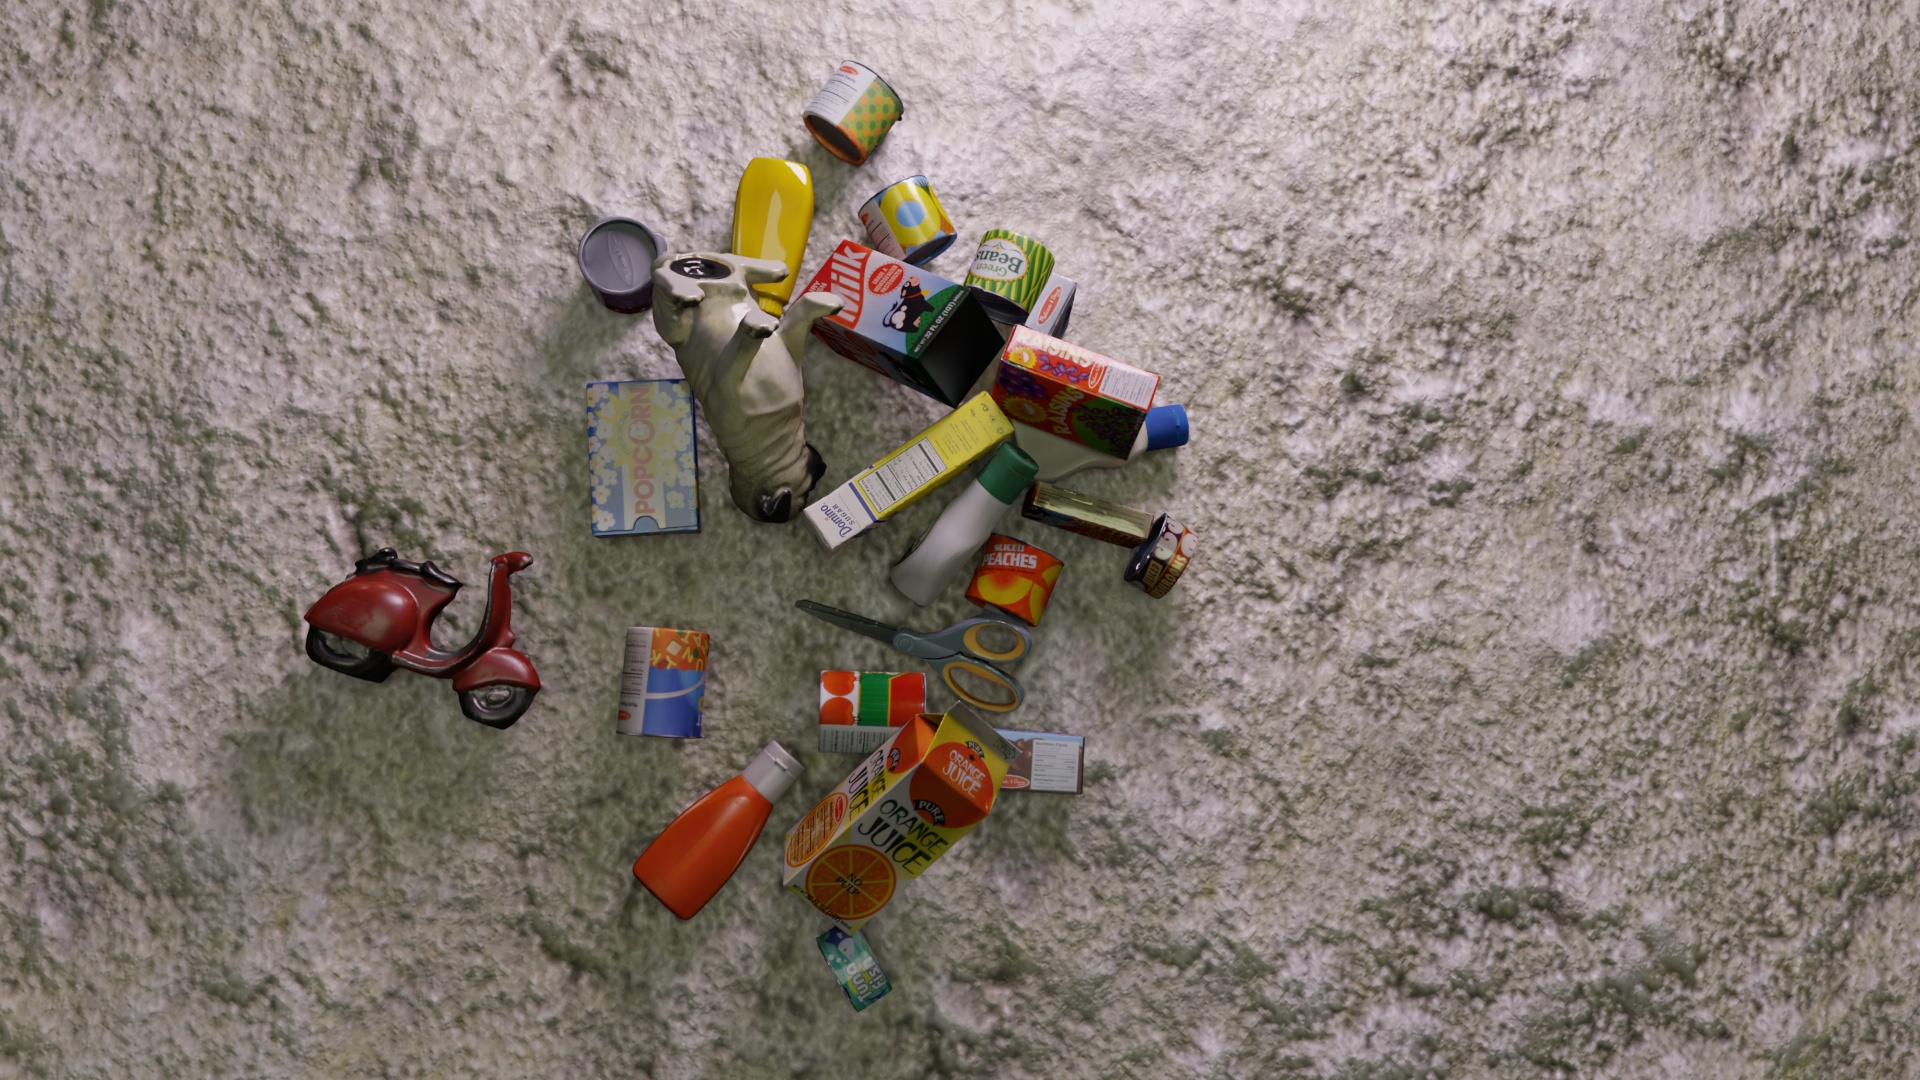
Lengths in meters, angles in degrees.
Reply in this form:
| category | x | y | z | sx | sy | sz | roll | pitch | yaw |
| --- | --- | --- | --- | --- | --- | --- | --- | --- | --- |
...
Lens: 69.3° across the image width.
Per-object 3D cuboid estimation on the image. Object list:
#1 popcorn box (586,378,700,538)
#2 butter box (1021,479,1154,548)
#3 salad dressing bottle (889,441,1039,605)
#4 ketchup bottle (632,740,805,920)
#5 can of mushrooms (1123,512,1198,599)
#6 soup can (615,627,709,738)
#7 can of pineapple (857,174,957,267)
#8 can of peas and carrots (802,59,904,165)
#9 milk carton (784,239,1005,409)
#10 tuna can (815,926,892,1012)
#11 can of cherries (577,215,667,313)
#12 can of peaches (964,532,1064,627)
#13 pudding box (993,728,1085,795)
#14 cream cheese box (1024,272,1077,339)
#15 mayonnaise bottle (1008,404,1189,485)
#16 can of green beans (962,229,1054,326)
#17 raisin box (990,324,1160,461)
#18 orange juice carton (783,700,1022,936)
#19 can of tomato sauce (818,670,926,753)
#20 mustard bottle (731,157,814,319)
| category | x | y | z | sx | sy | sz | roll | pitch | yaw |
| --- | --- | --- | --- | --- | --- | --- | --- | --- | --- |
| popcorn box | -0.257 | -0.067 | 1.131 | 0.085 | 0.038 | 0.127 | -3 | 83 | -8 |
| butter box | 0.105 | -0.021 | 1.159 | 0.103 | 0.053 | 0.024 | 16 | 79 | -5 |
| salad dressing bottle | 0.004 | -0.014 | 1.122 | 0.044 | 0.064 | 0.147 | 42 | 105 | 6 |
| ketchup bottle | -0.187 | 0.225 | 1.100 | 0.065 | 0.043 | 0.149 | 43 | 80 | -1 |
| can of mushrooms | 0.166 | 0.015 | 1.152 | 0.033 | 0.071 | 0.071 | 31 | 81 | -3 |
| soup can | -0.232 | 0.113 | 1.099 | 0.071 | 0.071 | 0.084 | 5 | 82 | -6 |
| can of pineapple | -0.042 | -0.265 | 1.166 | 0.071 | 0.071 | 0.058 | -29 | 88 | -9 |
| can of peas and carrots | -0.090 | -0.359 | 1.174 | 0.071 | 0.071 | 0.059 | 36 | 81 | -1 |
| milk carton | -0.064 | -0.182 | 1.125 | 0.191 | 0.073 | 0.072 | 30 | 78 | 37 |
| tuna can | -0.083 | 0.332 | 1.084 | 0.033 | 0.071 | 0.071 | -30 | 87 | -10 |
| can of cherries | -0.273 | -0.225 | 1.139 | 0.071 | 0.058 | 0.071 | 1 | 82 | -6 |
| can of peaches | 0.043 | 0.032 | 1.136 | 0.071 | 0.071 | 0.058 | 24 | 82 | -3 |
| pudding box | 0.058 | 0.181 | 1.139 | 0.084 | 0.030 | 0.049 | 4 | 84 | -6 |
| cream cheese box | 0.072 | -0.177 | 1.149 | 0.024 | 0.103 | 0.053 | 28 | 80 | 5 |
| mayonnaise bottle | 0.117 | -0.087 | 1.175 | 0.148 | 0.041 | 0.065 | -9 | 79 | -8 |
| can of green beans | 0.040 | -0.221 | 1.169 | 0.071 | 0.071 | 0.058 | 22 | 81 | -3 |
| raisin box | 0.089 | -0.117 | 1.114 | 0.123 | 0.085 | 0.040 | 21 | 67 | 3 |
| orange juice carton | -0.045 | 0.205 | 1.064 | 0.192 | 0.073 | 0.071 | -43 | 110 | 11 |
| can of tomato sauce | -0.071 | 0.136 | 1.113 | 0.083 | 0.071 | 0.071 | 2 | 83 | -6 |
| mustard bottle | -0.163 | -0.236 | 1.158 | 0.065 | 0.048 | 0.160 | 9 | 83 | -3 |
